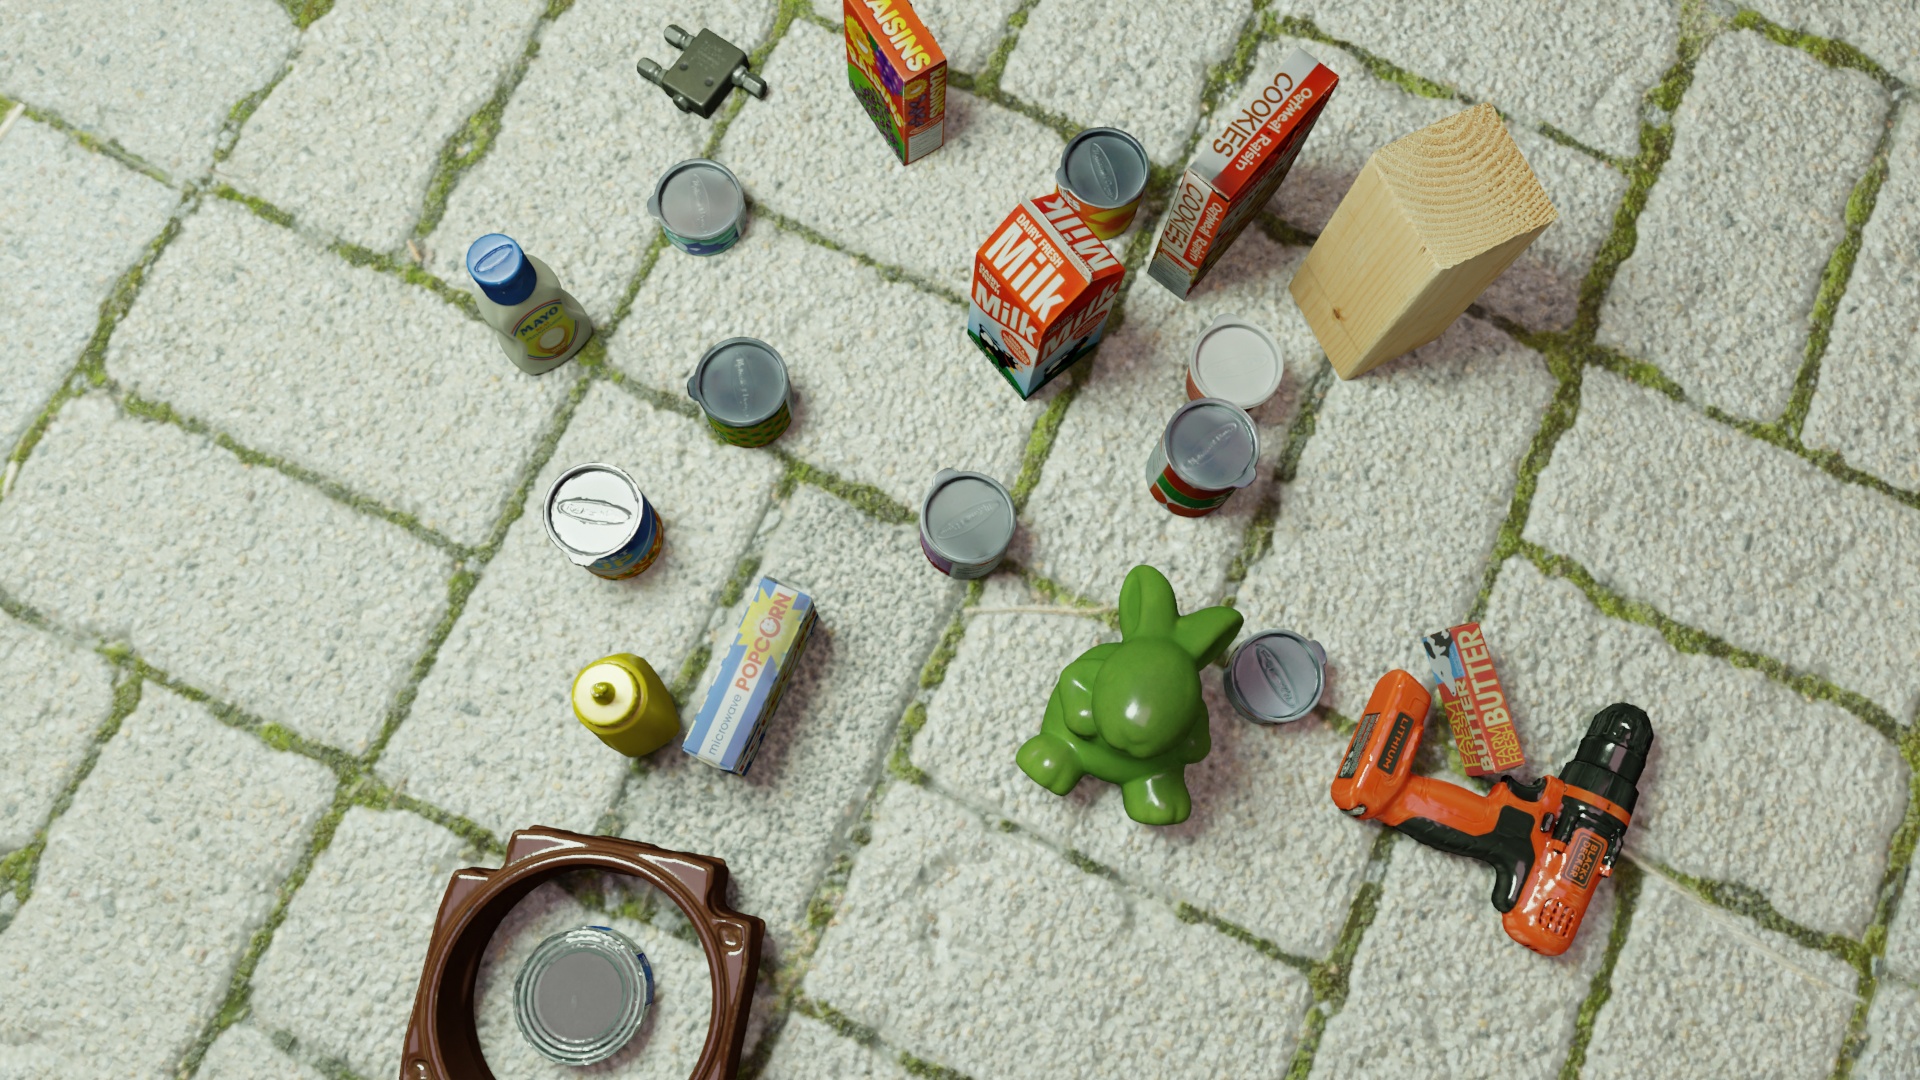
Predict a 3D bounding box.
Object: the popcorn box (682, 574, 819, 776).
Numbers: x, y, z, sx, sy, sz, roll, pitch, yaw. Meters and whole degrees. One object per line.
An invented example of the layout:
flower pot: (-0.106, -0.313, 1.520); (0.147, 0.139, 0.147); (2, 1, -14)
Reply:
popcorn box: (-0.139, 0.094, 0.936); (0.038, 0.085, 0.127); (23, 77, 3)

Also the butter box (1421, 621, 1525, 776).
butter box: (0.356, 0.111, 0.966); (0.024, 0.053, 0.103); (-13, 78, -5)

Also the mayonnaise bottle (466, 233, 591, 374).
mayonnaise bottle: (-0.301, -0.164, 0.959); (0.065, 0.147, 0.041); (-38, 81, -9)

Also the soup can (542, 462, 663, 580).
soup can: (-0.245, -0.009, 0.957); (0.071, 0.083, 0.071); (0, 77, -2)

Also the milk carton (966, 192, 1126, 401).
milk carton: (0.057, -0.170, 0.951); (0.073, 0.190, 0.072); (-38, 81, -9)

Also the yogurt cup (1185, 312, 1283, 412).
yogurt cup: (0.197, -0.121, 1.015); (0.072, 0.054, 0.072); (0, 77, -2)

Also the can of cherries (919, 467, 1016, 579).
can of cherries: (0.003, -0.012, 0.980); (0.071, 0.058, 0.071); (0, 77, -2)

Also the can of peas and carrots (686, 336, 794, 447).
can of peas and carrots: (-0.156, -0.104, 0.996); (0.071, 0.058, 0.071); (0, 77, -2)

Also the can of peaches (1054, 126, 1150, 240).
can of peaches: (0.103, -0.267, 1.044); (0.071, 0.058, 0.071); (0, 77, -2)

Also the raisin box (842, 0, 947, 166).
raisin box: (-0.047, -0.345, 1.023); (0.040, 0.123, 0.086); (-31, 80, -8)

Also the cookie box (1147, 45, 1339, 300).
cookie box: (0.197, -0.255, 0.988); (0.040, 0.167, 0.123); (39, 79, 7)

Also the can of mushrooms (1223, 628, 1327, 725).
can of mushrooms: (0.222, 0.095, 0.975); (0.071, 0.033, 0.071); (0, 77, -2)

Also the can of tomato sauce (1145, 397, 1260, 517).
can of tomato sauce: (0.172, -0.056, 0.984); (0.071, 0.083, 0.071); (0, 77, -2)

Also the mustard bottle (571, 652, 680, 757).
mustard bottle: (-0.219, 0.102, 0.893); (0.049, 0.160, 0.065); (-29, 80, -8)

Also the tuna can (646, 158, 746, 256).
tuna can: (-0.197, -0.249, 1.042); (0.071, 0.032, 0.071); (0, 77, -2)
